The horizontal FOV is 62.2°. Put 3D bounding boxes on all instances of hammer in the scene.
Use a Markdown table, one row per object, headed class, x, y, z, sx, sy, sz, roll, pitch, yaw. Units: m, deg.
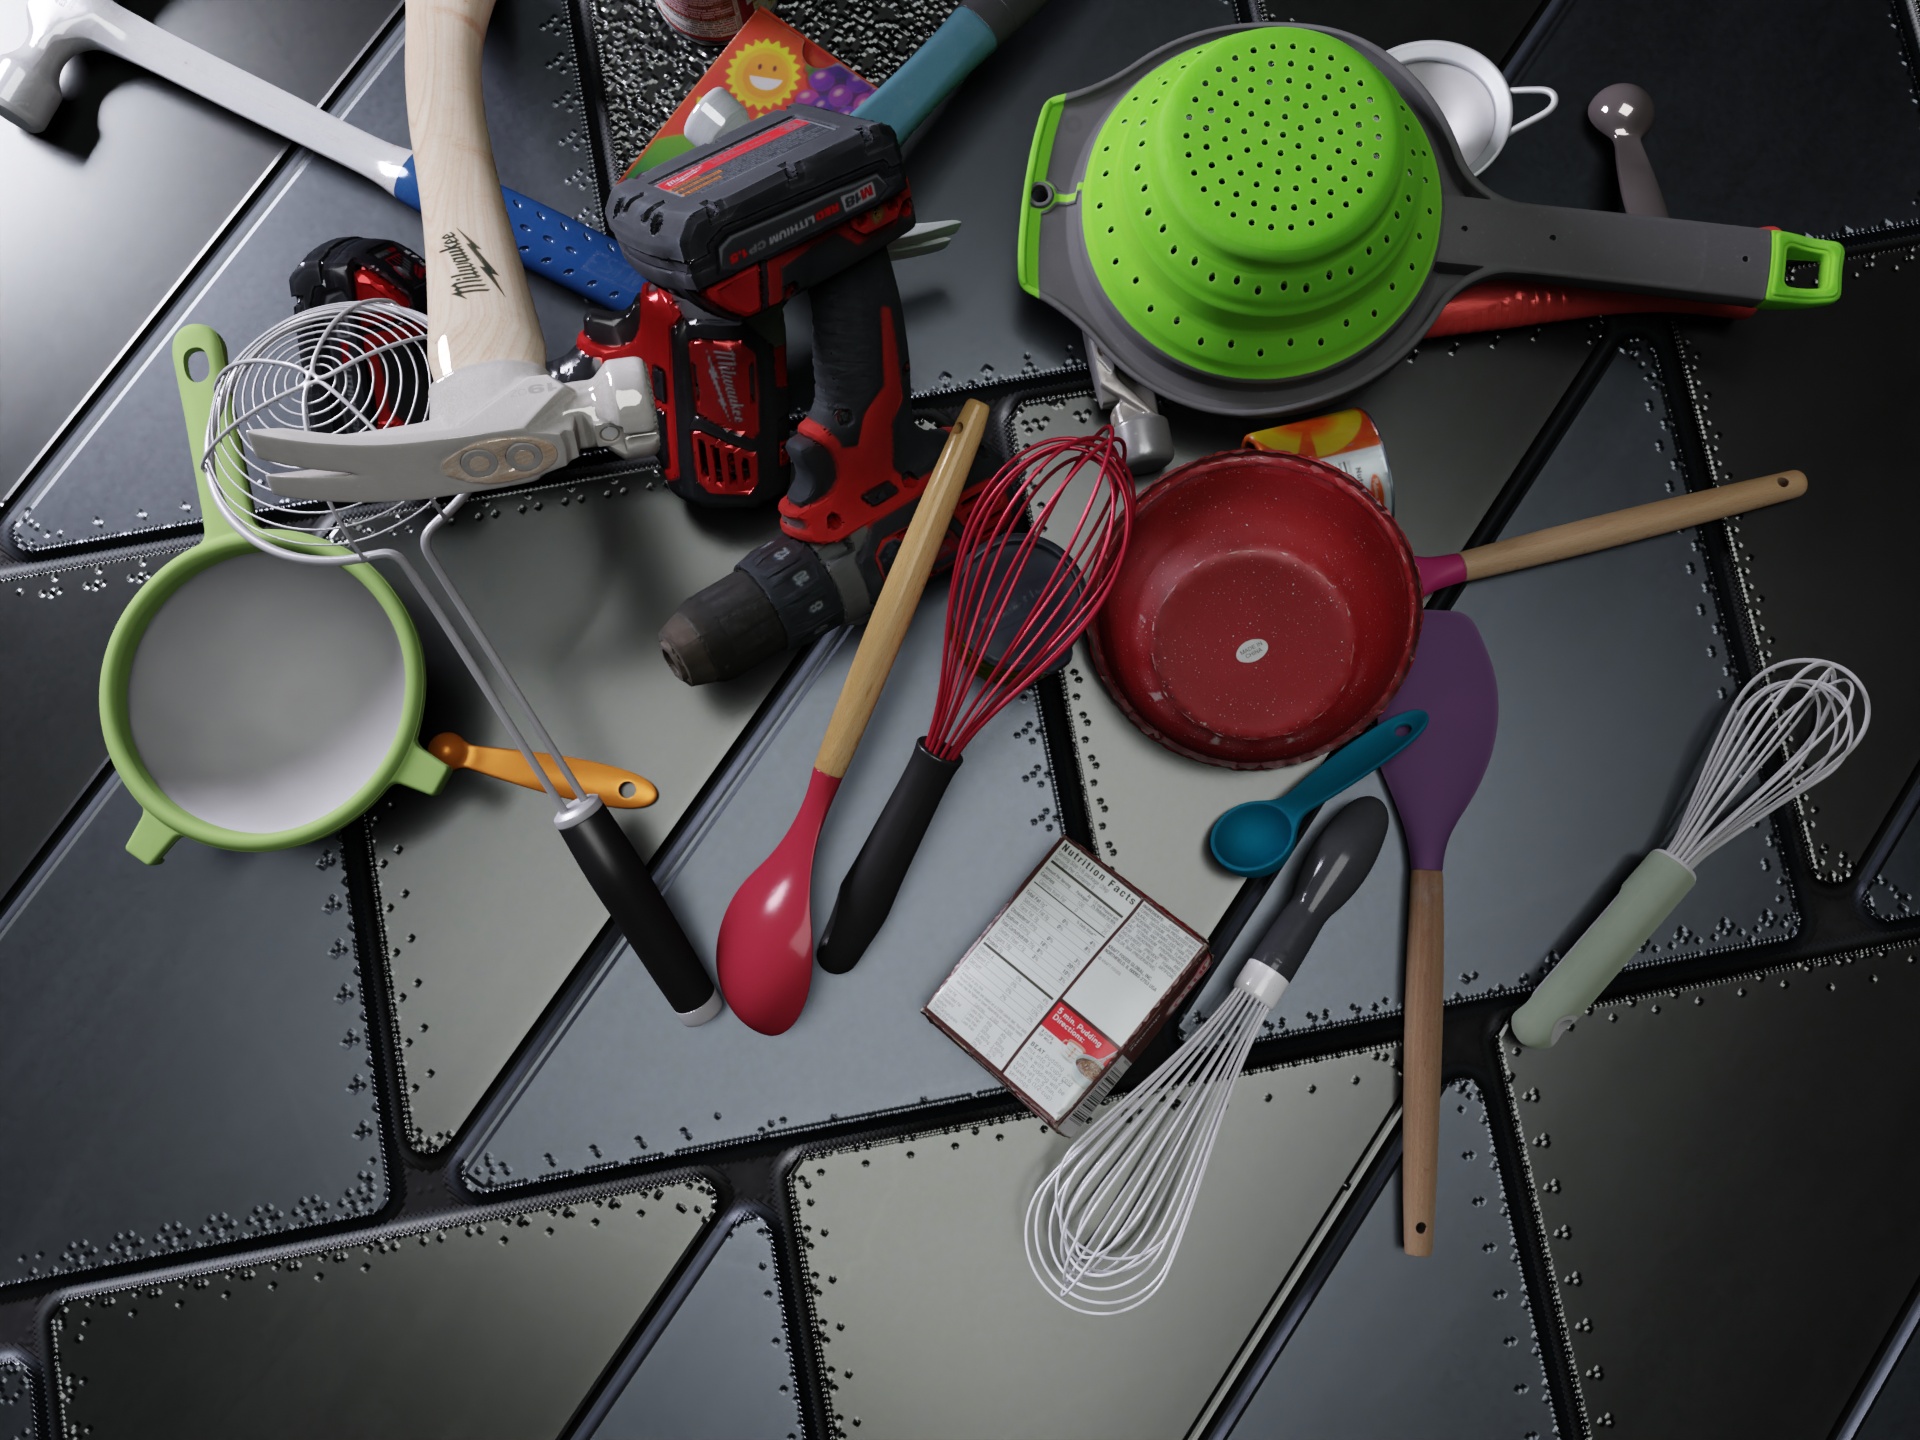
| class | x | y | z | sx | sy | sz | roll | pitch | yaw |
| --- | --- | --- | --- | --- | --- | --- | --- | --- | --- |
| hammer | 0.015 | -0.361 | 0.808 | 0.128 | 0.033 | 0.331 | 42 | 74 | -8 |
| hammer | -0.291 | -0.291 | 0.817 | 0.405 | 0.035 | 0.144 | 27 | 83 | 3 |
| hammer | 0.241 | -0.224 | 0.818 | 0.359 | 0.036 | 0.149 | -8 | 82 | -2 |
| hammer | -0.236 | -0.250 | 0.712 | 0.146 | 0.038 | 0.411 | -10 | 52 | -11 |

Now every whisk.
| class | x | y | z | sx | sy | sz | roll | pitch | yaw |
| --- | --- | --- | --- | --- | --- | --- | --- | --- | --- |
| whisk | 0.354 | 0.065 | 0.780 | 0.246 | 0.057 | 0.059 | -48 | 51 | -4 |
| whisk | 0.127 | 0.153 | 0.757 | 0.070 | 0.070 | 0.284 | 35 | 78 | 4 |
| whisk | -0.001 | -0.002 | 0.724 | 0.073 | 0.073 | 0.295 | 28 | 110 | 3 |

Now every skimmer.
| class | x | y | z | sx | sy | sz | roll | pitch | yaw |
| --- | --- | --- | --- | --- | --- | --- | --- | --- | --- |
| skimmer | -0.208 | -0.017 | 0.731 | 0.127 | 0.090 | 0.363 | -30 | 111 | -9 |

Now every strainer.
| class | x | y | z | sx | sy | sz | roll | pitch | yaw |
| --- | --- | --- | --- | --- | --- | --- | --- | --- | --- |
| strainer | 0.171 | -0.308 | 0.827 | 0.258 | 0.050 | 0.087 | 1 | 78 | 5 |
| strainer | -0.335 | -0.062 | 0.768 | 0.151 | 0.069 | 0.256 | -14 | 82 | -1 |

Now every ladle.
| class | x | y | z | sx | sy | sz | roll | pitch | yaw |
| --- | --- | --- | --- | --- | --- | --- | --- | --- | --- |
| ladle | -0.050 | 0.001 | 0.737 | 0.069 | 0.031 | 0.315 | 29 | 99 | 43 |

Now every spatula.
| class | x | y | z | sx | sy | sz | roll | pitch | yaw |
| --- | --- | --- | --- | --- | --- | --- | --- | --- | --- |
| spatula | 0.231 | 0.100 | 0.782 | 0.060 | 0.018 | 0.316 | 4 | 81 | 5 |

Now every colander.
| class | x | y | z | sx | sy | sz | roll | pitch | yaw |
| --- | --- | --- | --- | --- | --- | --- | --- | --- | --- |
| colander | 0.226 | -0.244 | 0.746 | 0.397 | 0.094 | 0.204 | 7 | 84 | 4 |

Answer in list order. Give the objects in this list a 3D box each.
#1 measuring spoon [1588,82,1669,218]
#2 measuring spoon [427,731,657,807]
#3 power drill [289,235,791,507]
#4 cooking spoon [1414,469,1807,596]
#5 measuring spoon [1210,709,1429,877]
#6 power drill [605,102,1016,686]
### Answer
| class | x | y | z | sx | sy | sz | roll | pitch | yaw |
| --- | --- | --- | --- | --- | --- | --- | --- | --- | --- |
| measuring spoon | 0.350 | -0.286 | 0.815 | 0.034 | 0.018 | 0.124 | 2 | 60 | -1 |
| measuring spoon | -0.208 | 0.025 | 0.787 | 0.117 | 0.011 | 0.021 | 12 | 82 | 1 |
| power drill | -0.192 | -0.175 | 0.760 | 0.219 | 0.079 | 0.143 | 0 | 114 | -2 |
| cooking spoon | 0.278 | -0.083 | 0.808 | 0.319 | 0.017 | 0.069 | -14 | 66 | -3 |
| measuring spoon | 0.181 | 0.038 | 0.785 | 0.128 | 0.021 | 0.042 | -34 | 43 | -6 |
| power drill | -0.079 | -0.135 | 0.714 | 0.188 | 0.226 | 0.080 | -33 | 39 | -18 |
